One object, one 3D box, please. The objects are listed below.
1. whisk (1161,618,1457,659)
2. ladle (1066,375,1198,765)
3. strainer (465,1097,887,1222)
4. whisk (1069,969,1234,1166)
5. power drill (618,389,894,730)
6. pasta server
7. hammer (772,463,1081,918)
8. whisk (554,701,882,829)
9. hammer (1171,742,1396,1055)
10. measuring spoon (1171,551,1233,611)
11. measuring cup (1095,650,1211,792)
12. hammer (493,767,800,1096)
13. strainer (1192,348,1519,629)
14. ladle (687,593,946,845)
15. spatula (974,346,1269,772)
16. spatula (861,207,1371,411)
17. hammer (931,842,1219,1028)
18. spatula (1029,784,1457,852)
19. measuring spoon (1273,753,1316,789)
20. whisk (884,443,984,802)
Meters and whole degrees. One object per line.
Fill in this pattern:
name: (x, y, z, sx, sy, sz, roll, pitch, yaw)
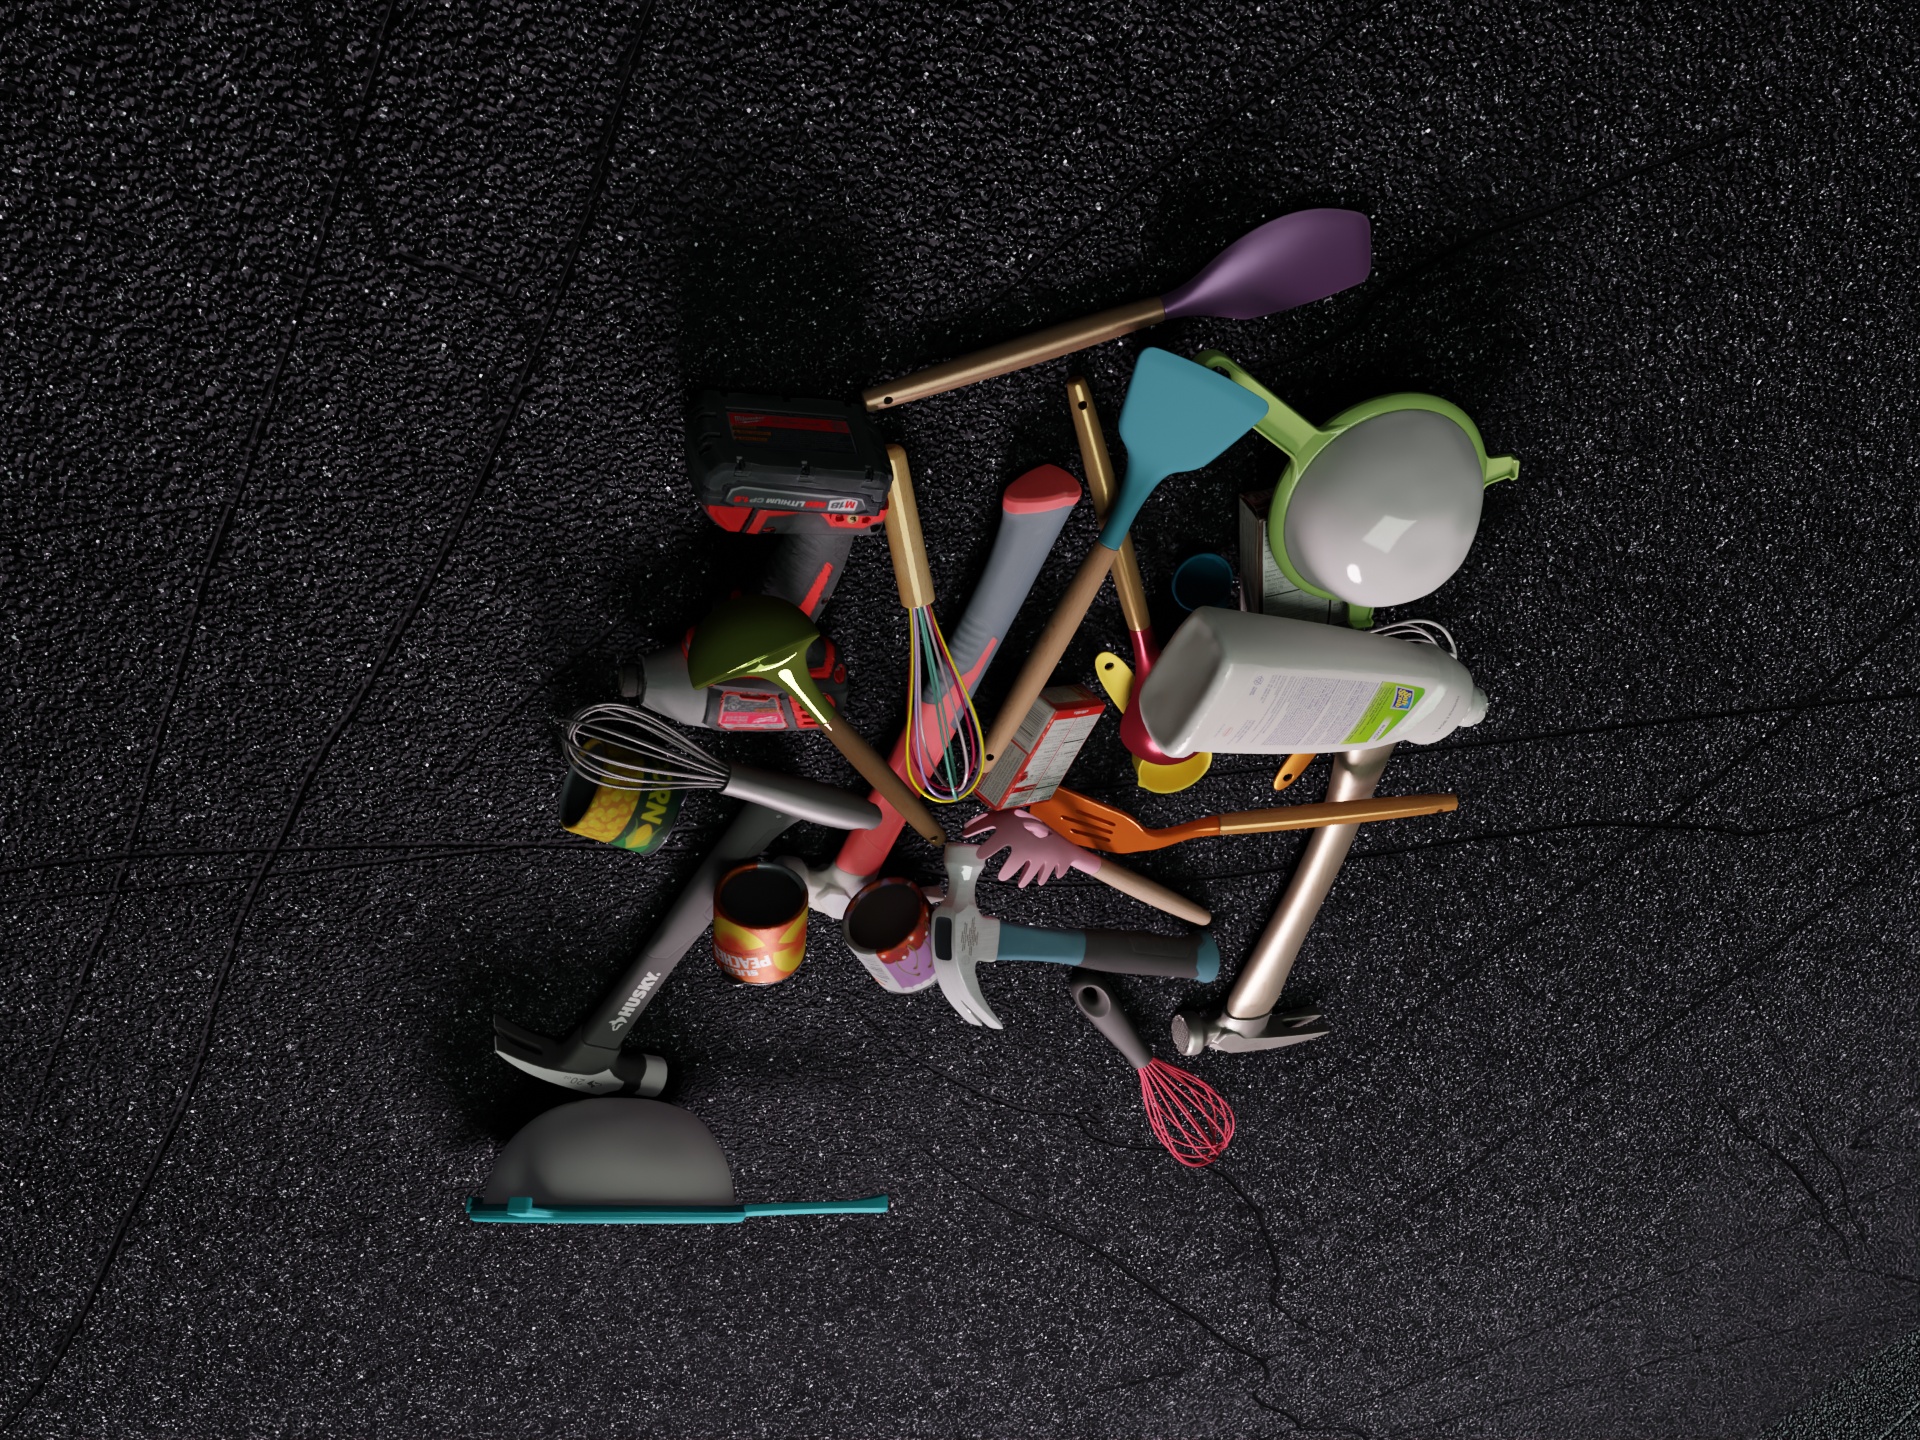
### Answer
whisk: (0.244, -0.043, 1.139, 0.246, 0.058, 0.059, -1, 96, -14)
ladle: (0.113, -0.085, 1.045, 0.069, 0.031, 0.315, -17, 126, 5)
strainer: (-0.216, 0.354, 1.280, 0.340, 0.095, 0.211, 7, 162, -25)
whisk: (0.170, 0.310, 1.419, 0.073, 0.073, 0.295, -30, 126, 9)
power drill: (-0.125, -0.083, 0.957, 0.143, 0.079, 0.219, 1, 133, -19)
pasta server: (0.109, 0.121, 1.208, 0.040, 0.060, 0.316, -46, 142, 13)
hammer: (-0.002, -0.003, 1.092, 0.143, 0.038, 0.386, 10, 126, -27)
whisk: (-0.150, 0.035, 1.027, 0.238, 0.055, 0.055, 18, 122, -32)
hammer: (0.294, 0.135, 1.307, 0.146, 0.038, 0.410, -3, 133, -18)
measuring spoon: (0.181, -0.064, 1.094, 0.042, 0.021, 0.128, -29, 118, 4)
measuring cup: (0.131, -0.006, 1.143, 0.062, 0.029, 0.156, -30, 130, 9)
hammer: (-0.216, 0.159, 1.167, 0.146, 0.035, 0.334, 20, 122, -32)
strainer: (0.238, -0.146, 0.975, 0.256, 0.069, 0.151, 27, 114, -35)
ladle: (-0.072, 0.018, 0.996, 0.078, 0.062, 0.319, -24, 145, 11)
spatula: (0.079, -0.086, 0.997, 0.082, 0.044, 0.317, 23, 118, -9)
spatula: (0.093, -0.236, 0.930, 0.316, 0.018, 0.059, -19, 131, -3)
hammer: (0.098, 0.174, 1.228, 0.330, 0.033, 0.128, 13, 81, -46)
spatula: (0.214, 0.067, 1.191, 0.322, 0.041, 0.081, -5, 149, -7)
measuring spoon: (0.276, 0.013, 1.216, 0.021, 0.011, 0.117, 15, 123, -29)
whisk: (-0.026, -0.053, 1.000, 0.047, 0.051, 0.244, -4, 116, 15)
